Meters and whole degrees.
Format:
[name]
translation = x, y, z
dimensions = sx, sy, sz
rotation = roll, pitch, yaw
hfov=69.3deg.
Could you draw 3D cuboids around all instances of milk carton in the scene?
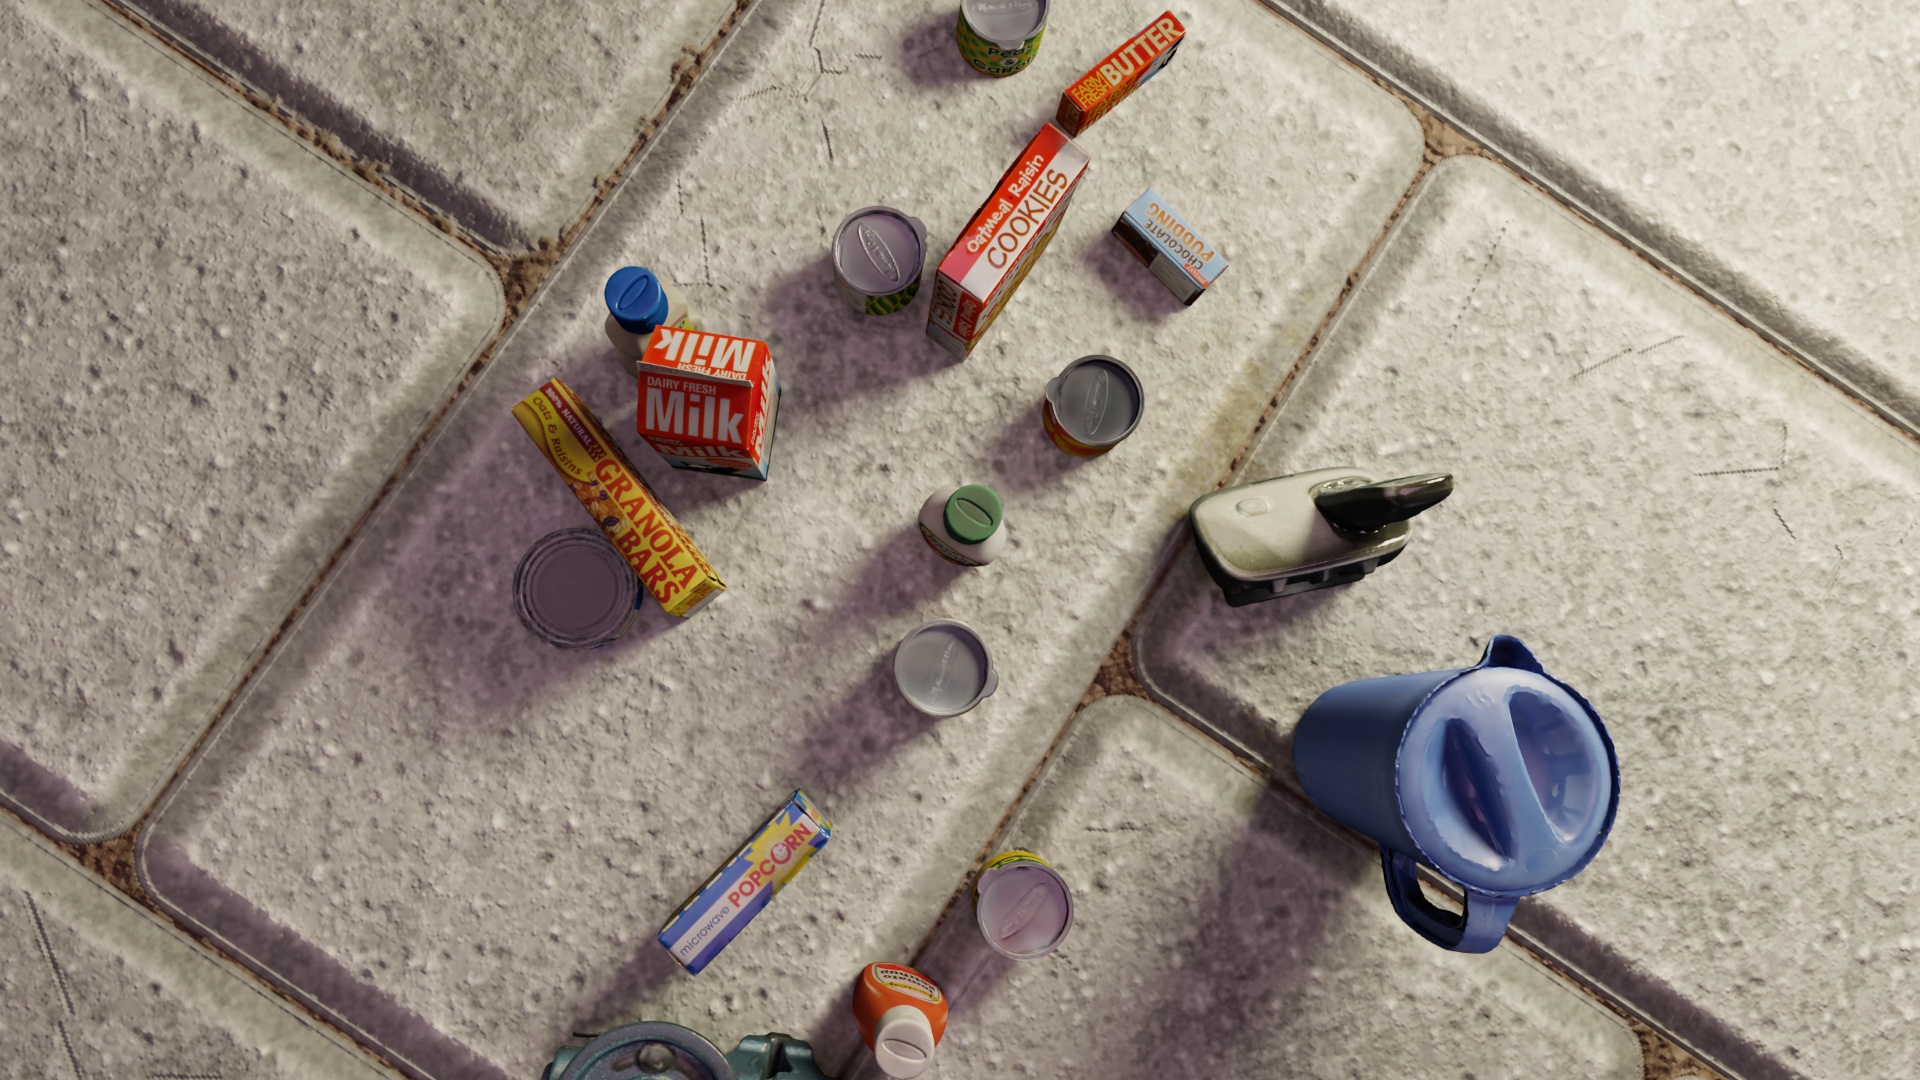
[milk carton]
translation = -0.165, -0.091, 0.920
dimensions = 0.072, 0.190, 0.073
rotation = 9, 84, -3

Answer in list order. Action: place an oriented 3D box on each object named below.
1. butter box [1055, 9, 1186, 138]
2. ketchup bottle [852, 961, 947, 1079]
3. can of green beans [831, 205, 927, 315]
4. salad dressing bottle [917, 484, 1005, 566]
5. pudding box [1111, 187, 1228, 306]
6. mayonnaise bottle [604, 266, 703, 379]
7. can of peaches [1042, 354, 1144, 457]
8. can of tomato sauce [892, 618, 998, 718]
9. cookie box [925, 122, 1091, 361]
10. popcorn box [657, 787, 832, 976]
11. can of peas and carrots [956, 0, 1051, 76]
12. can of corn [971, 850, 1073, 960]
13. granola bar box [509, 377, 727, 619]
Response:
[butter box]
translation = 0.119, -0.347, 1.037
dimensions = 0.103, 0.053, 0.024
rotation = -39, 88, -7
[ketchup bottle]
translation = -0.039, 0.314, 0.908
dimensions = 0.065, 0.148, 0.043
rotation = 19, 84, -2
[can of green beans]
translation = -0.060, -0.201, 1.006
dimensions = 0.071, 0.058, 0.071
rotation = 0, 84, -4
[salad dressing bottle]
translation = 0.003, -0.012, 0.946
dimensions = 0.064, 0.147, 0.044
rotation = 36, 83, 0
[pudding box]
translation = 0.154, -0.216, 1.028
dimensions = 0.084, 0.049, 0.030
rotation = 44, 83, 1
[mayonnaise bottle]
translation = -0.211, -0.148, 0.944
dimensions = 0.041, 0.148, 0.065
rotation = 38, 83, 0
[can of peaches]
translation = 0.093, -0.097, 1.006
dimensions = 0.071, 0.058, 0.071
rotation = 0, 84, -4
[can of tomato sauce]
translation = -0.012, 0.089, 0.966
dimensions = 0.071, 0.083, 0.071
rotation = 0, 84, -4
[cookie box]
translation = 0.028, -0.201, 0.957
dimensions = 0.040, 0.167, 0.123
rotation = 35, 83, 0
[popcorn box]
translation = -0.144, 0.229, 0.941
dimensions = 0.038, 0.085, 0.127
rotation = 45, 83, 1
[can of peas and carrots]
translation = 0.031, -0.385, 1.032
dimensions = 0.071, 0.058, 0.071
rotation = 0, 84, -4
[can of corn]
translation = 0.040, 0.251, 0.966
dimensions = 0.071, 0.058, 0.071
rotation = 0, 84, -4
[granola bar box]
translation = -0.227, -0.025, 0.942
dimensions = 0.039, 0.124, 0.165
rotation = -38, 88, -6
